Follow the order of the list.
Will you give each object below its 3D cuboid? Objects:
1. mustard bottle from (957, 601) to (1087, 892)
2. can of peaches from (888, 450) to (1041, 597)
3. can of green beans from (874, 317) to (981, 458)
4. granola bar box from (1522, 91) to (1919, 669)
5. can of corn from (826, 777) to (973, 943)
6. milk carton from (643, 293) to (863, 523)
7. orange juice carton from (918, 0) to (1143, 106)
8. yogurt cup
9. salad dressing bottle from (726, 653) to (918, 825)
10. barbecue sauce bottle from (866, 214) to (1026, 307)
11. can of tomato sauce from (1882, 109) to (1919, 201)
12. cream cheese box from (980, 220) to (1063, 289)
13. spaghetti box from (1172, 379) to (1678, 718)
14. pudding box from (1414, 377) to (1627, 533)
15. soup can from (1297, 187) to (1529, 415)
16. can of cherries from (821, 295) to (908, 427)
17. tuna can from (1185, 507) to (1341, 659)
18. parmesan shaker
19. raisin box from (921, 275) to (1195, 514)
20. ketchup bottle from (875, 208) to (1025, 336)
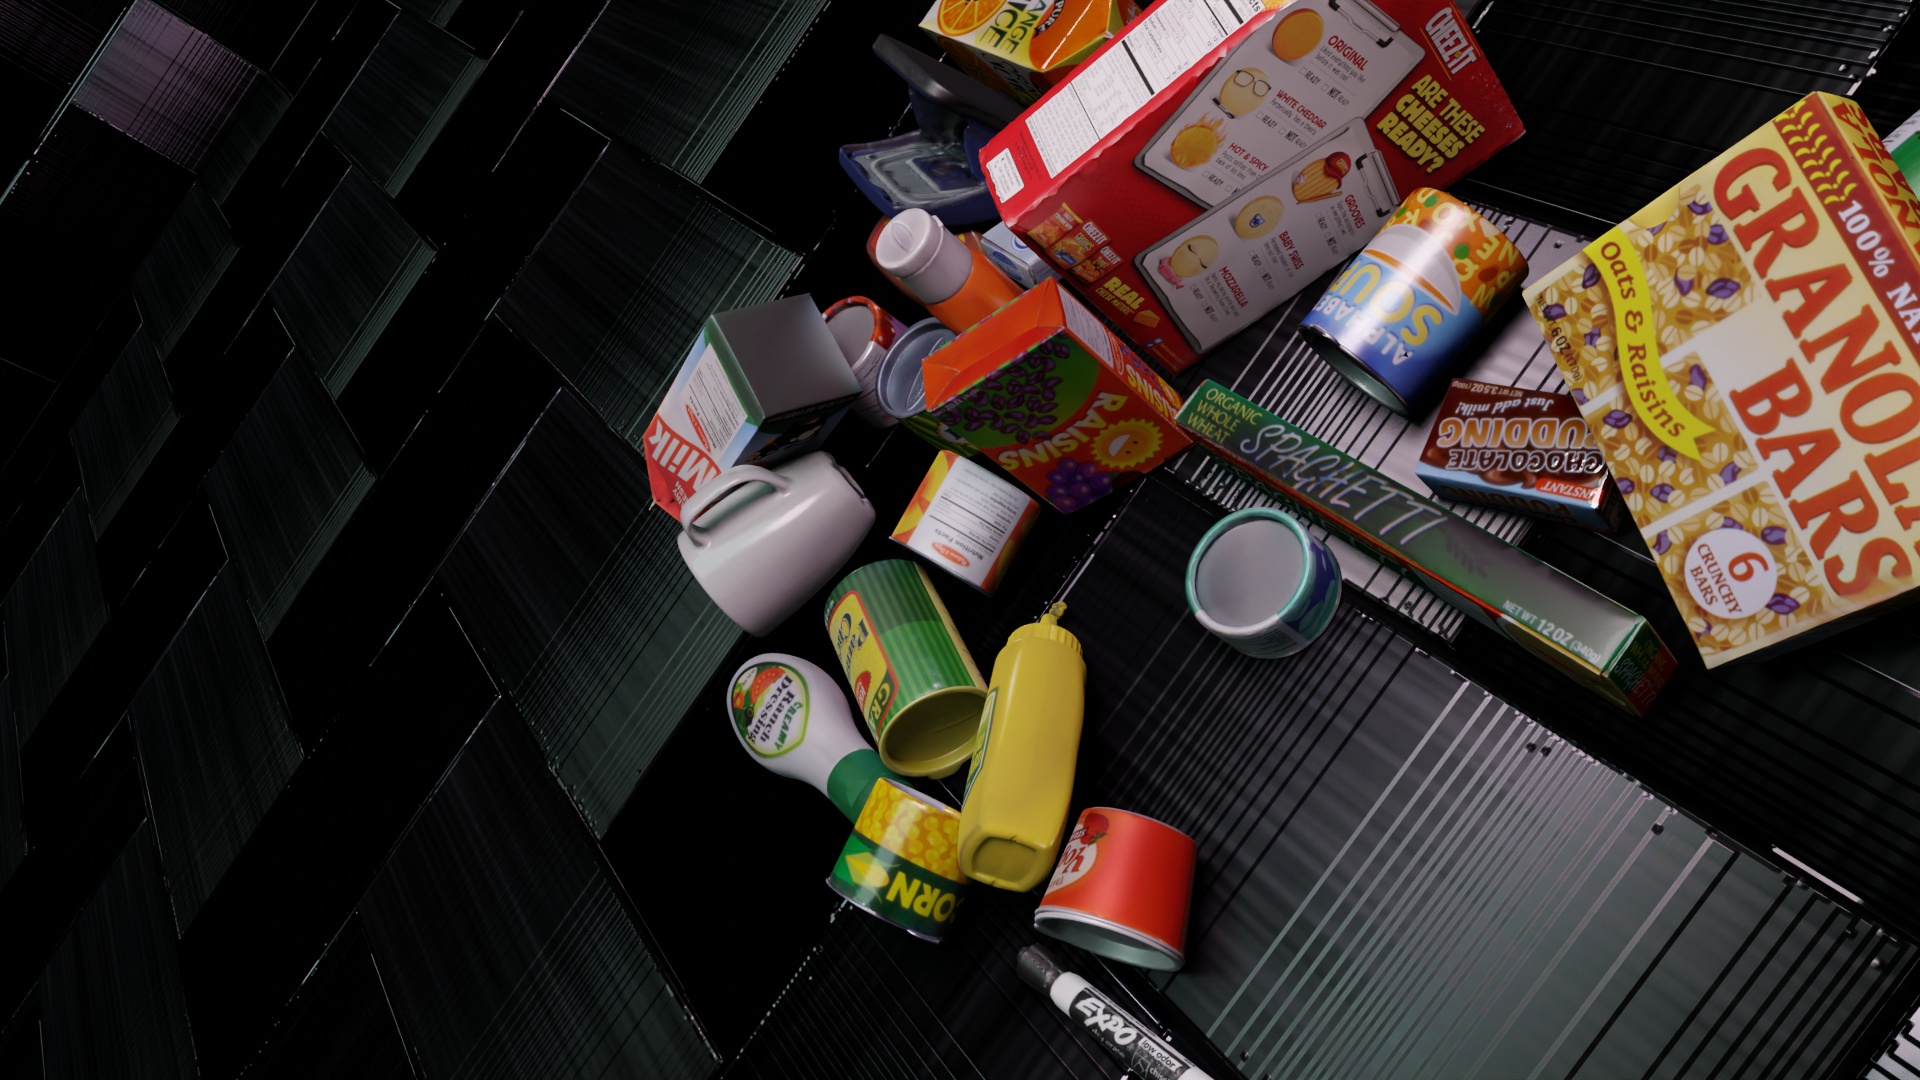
[{"bbox_3d":[0.034,0.090,0.681,0.065,0.049,0.161,107,178,-45],"label":"mustard bottle"},{"bbox_3d":[0.003,-0.010,0.768,0.071,0.071,0.058,27,86,46],"label":"can of peaches"},{"bbox_3d":[-0.007,-0.090,0.827,0.071,0.057,0.071,-21,54,32],"label":"can of green beans"},{"bbox_3d":[0.292,-0.053,0.493,0.123,0.039,0.166,-40,60,48],"label":"granola bar box"},{"bbox_3d":[-0.023,0.159,0.692,0.071,0.071,0.058,19,80,46],"label":"can of corn"},{"bbox_3d":[-0.141,-0.070,0.879,0.073,0.072,0.189,61,143,11],"label":"milk carton"},{"bbox_3d":[0.063,-0.318,0.885,0.073,0.071,0.193,-54,43,5],"label":"orange juice carton"},{"bbox_3d":[0.072,0.153,0.615,0.072,0.072,0.054,-2,58,41],"label":"yogurt cup"},{"bbox_3d":[-0.079,0.115,0.783,0.148,0.044,0.064,33,91,46],"label":"salad dressing bottle"},{"bbox_3d":[-0.002,-0.169,0.878,0.065,0.043,0.149,-45,45,3],"label":"barbecue sauce bottle"},{"bbox_3d":[0.361,-0.118,0.514,0.083,0.071,0.071,-43,45,14],"label":"can of tomato sauce"},{"bbox_3d":[0.068,-0.189,0.816,0.104,0.024,0.053,-36,43,-10],"label":"cream cheese box"},{"bbox_3d":[0.190,-0.006,0.610,0.028,0.050,0.251,-53,44,3],"label":"spaghetti box"},{"bbox_3d":[0.244,-0.037,0.595,0.084,0.030,0.050,19,81,46],"label":"pudding box"},{"bbox_3d":[0.207,-0.111,0.640,0.083,0.071,0.071,-51,44,7],"label":"soup can"},{"bbox_3d":[-0.060,-0.115,0.887,0.071,0.058,0.072,-20,55,32],"label":"can of cherries"},{"bbox_3d":[0.142,0.017,0.652,0.071,0.033,0.071,-20,55,32],"label":"tuna can"},{"bbox_3d":[-0.029,0.069,0.752,0.071,0.071,0.103,-44,45,14],"label":"parmesan shaker"},{"bbox_3d":[0.052,-0.070,0.716,0.086,0.123,0.040,-30,49,26],"label":"raisin box"},{"bbox_3d":[0.014,-0.127,0.763,0.043,0.148,0.065,-44,45,12],"label":"ketchup bottle"}]
